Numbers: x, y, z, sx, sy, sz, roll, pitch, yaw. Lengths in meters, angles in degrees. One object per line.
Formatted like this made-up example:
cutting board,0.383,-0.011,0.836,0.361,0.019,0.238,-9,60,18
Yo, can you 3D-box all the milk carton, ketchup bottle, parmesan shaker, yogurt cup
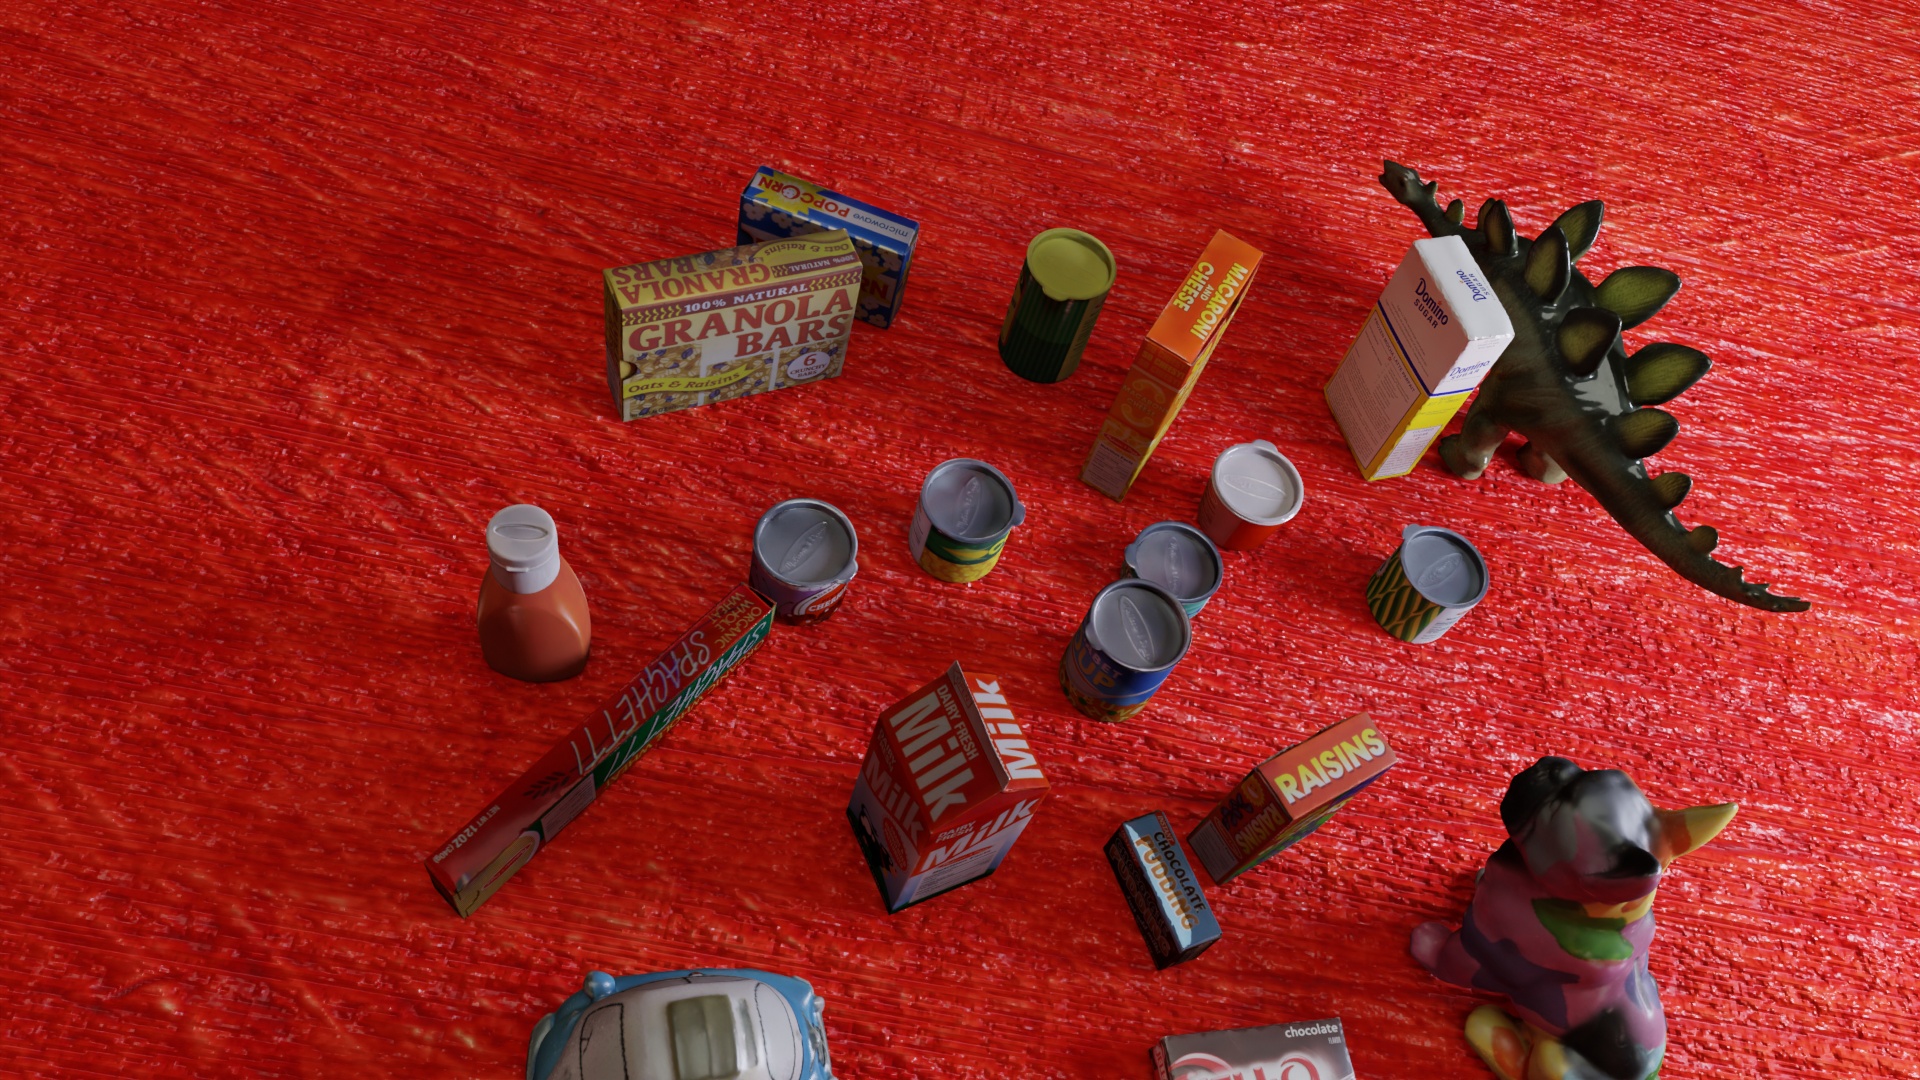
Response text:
milk carton,-0.007,0.137,0.773,0.074,0.189,0.072,-16,65,-21
ketchup bottle,-0.249,0.033,0.805,0.065,0.148,0.044,5,59,-10
parmesan shaker,0.068,-0.170,1.028,0.071,0.102,0.071,6,59,-9
yogurt cup,0.206,-0.028,1.003,0.072,0.053,0.073,6,58,-9

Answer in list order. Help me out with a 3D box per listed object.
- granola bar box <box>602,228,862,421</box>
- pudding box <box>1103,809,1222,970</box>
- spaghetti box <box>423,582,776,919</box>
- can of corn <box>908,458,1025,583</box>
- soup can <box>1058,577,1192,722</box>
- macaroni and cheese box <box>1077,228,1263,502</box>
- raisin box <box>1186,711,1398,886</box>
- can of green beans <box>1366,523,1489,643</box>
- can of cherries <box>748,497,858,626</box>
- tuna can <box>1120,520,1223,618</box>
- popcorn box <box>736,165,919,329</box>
granola bar box,-0.156,-0.146,0.949,0.166,0.123,0.039,-15,64,-21
pudding box,0.121,0.211,0.841,0.030,0.049,0.084,-14,64,-20
spaghetti box,-0.205,0.118,0.822,0.029,0.050,0.251,39,59,11
can of corn,0.003,-0.012,0.944,0.071,0.058,0.071,6,58,-9
soup can,0.102,0.073,0.900,0.071,0.083,0.071,6,59,-9
macaroni and cheese box,0.147,-0.120,0.978,0.040,0.165,0.124,31,58,6
raisin box,0.200,0.158,0.847,0.086,0.122,0.040,-21,67,-23
can of green beans,0.333,0.032,0.993,0.071,0.057,0.071,6,58,-9
can of cherries,-0.102,0.017,0.902,0.071,0.058,0.072,6,58,-9
tuna can,0.144,0.022,0.971,0.071,0.032,0.071,6,58,-9
popcorn box,-0.100,-0.216,1.028,0.127,0.084,0.038,20,57,0
